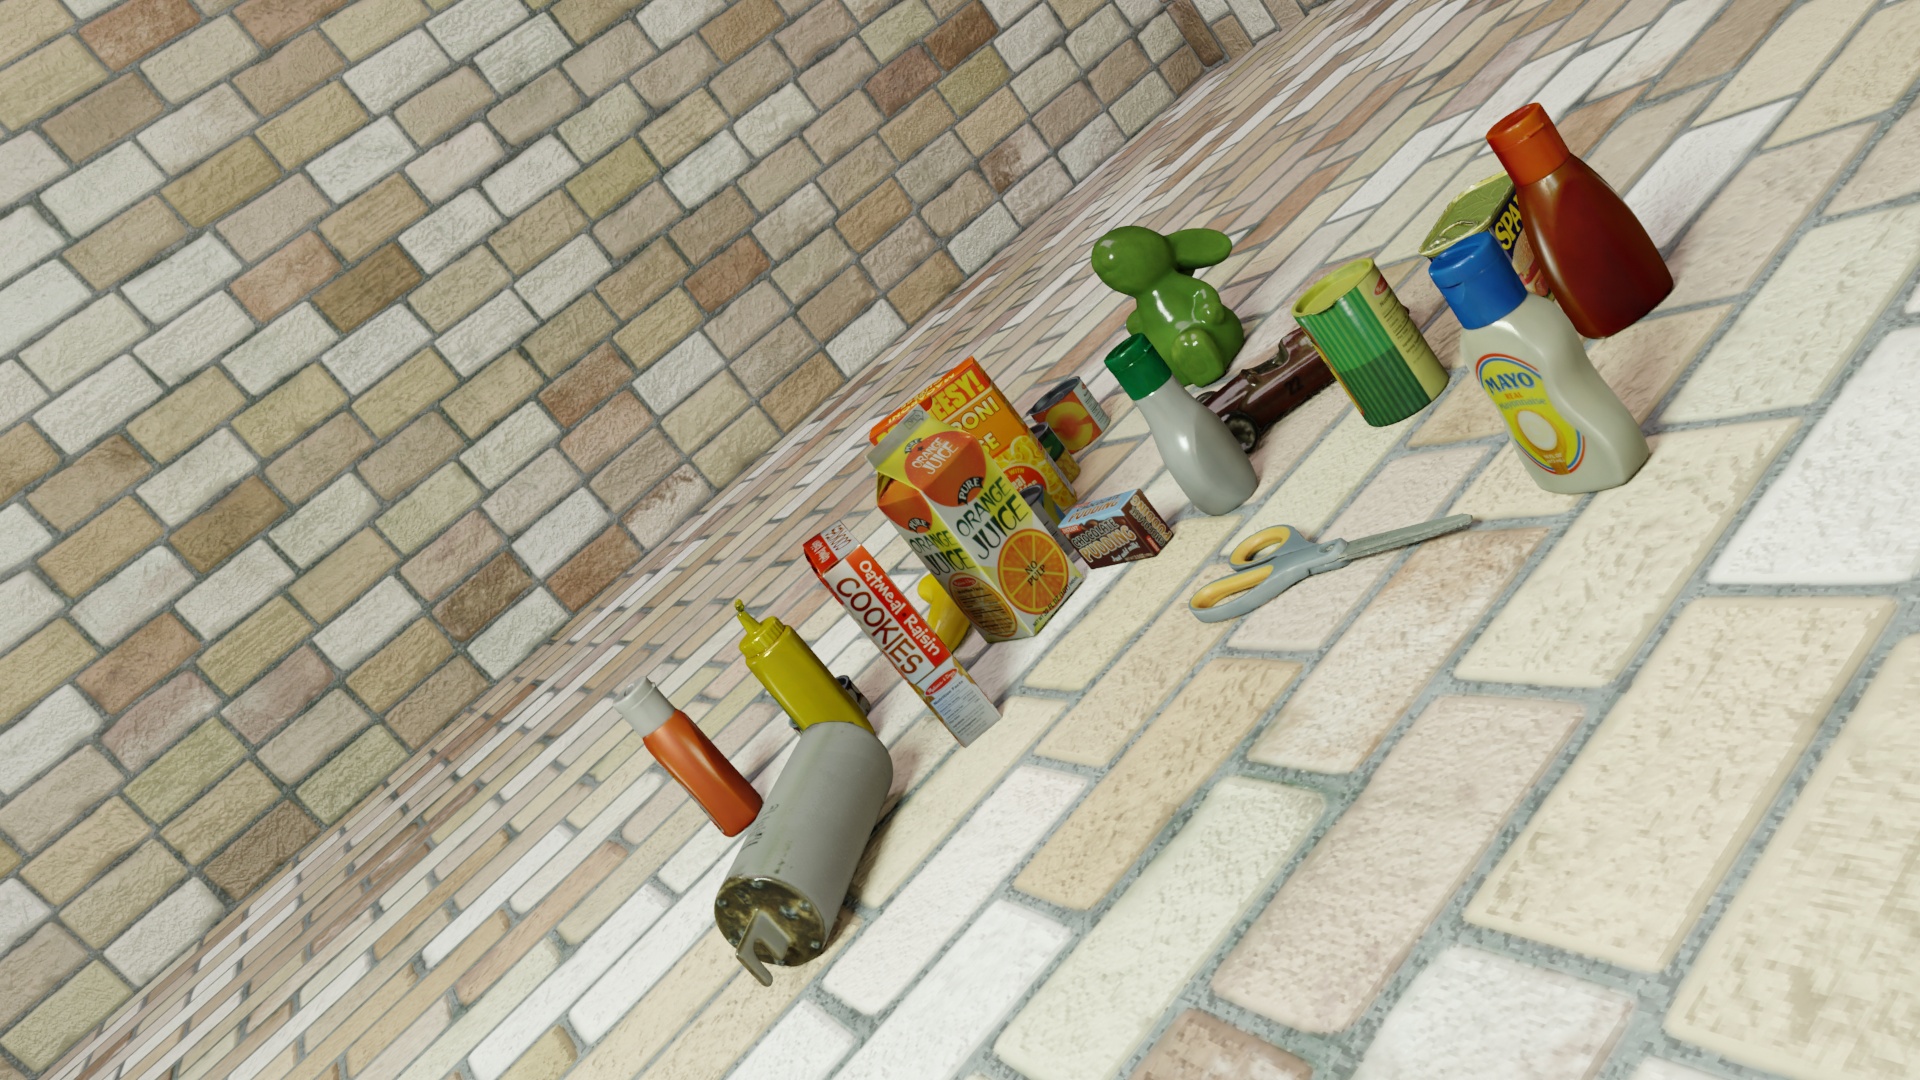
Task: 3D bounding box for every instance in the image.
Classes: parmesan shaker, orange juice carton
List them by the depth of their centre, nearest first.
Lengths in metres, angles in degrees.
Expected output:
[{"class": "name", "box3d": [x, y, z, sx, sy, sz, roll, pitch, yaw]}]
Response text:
[{"class": "parmesan shaker", "box3d": [0.289, -0.138, 0.984, 0.071, 0.103, 0.071, -35, 15, 11]}, {"class": "orange juice carton", "box3d": [0.004, -0.014, 1.105, 0.072, 0.192, 0.073, -46, 16, -29]}]

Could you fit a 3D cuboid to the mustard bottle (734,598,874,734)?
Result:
[{"class": "mustard bottle", "box3d": [-0.134, 0.110, 1.121, 0.049, 0.160, 0.065, -39, 14, -5]}]

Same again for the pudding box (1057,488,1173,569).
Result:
[{"class": "pudding box", "box3d": [0.122, -0.009, 1.095, 0.030, 0.049, 0.083, -46, 17, -29]}]

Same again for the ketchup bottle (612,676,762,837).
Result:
[{"class": "ketchup bottle", "box3d": [-0.227, 0.178, 1.158, 0.043, 0.148, 0.065, -40, 14, -6]}]

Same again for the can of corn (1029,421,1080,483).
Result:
[{"class": "can of corn", "box3d": [0.075, -0.074, 1.385, 0.071, 0.058, 0.071, -35, 15, 11]}]

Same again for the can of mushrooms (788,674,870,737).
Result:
[{"class": "can of mushrooms", "box3d": [-0.114, 0.150, 1.203, 0.071, 0.033, 0.071, -35, 15, 11]}]

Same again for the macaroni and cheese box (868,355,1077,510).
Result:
[{"class": "macaroni and cheese box", "box3d": [0.013, -0.071, 1.311, 0.123, 0.166, 0.040, -35, 14, 11]}]

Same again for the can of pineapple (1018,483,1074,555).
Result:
[{"class": "can of pineapple", "box3d": [0.062, -0.008, 1.217, 0.071, 0.058, 0.071, -35, 15, 11]}]

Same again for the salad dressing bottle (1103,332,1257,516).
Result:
[{"class": "salad dressing bottle", "box3d": [0.164, -0.087, 1.039, 0.044, 0.147, 0.064, -23, 21, 46]}]

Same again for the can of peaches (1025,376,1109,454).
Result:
[{"class": "can of peaches", "box3d": [0.113, -0.129, 1.464, 0.071, 0.058, 0.071, -35, 15, 11]}]

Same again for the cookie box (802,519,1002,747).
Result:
[{"class": "cookie box", "box3d": [-0.047, 0.066, 1.034, 0.040, 0.167, 0.123, -39, 14, -4]}]

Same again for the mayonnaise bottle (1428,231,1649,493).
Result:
[{"class": "mayonnaise bottle", "box3d": [0.299, -0.092, 0.732, 0.041, 0.148, 0.064, -43, 15, -19]}]

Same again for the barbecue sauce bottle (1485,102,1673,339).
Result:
[{"class": "barbecue sauce bottle", "box3d": [0.382, -0.202, 0.868, 0.065, 0.148, 0.044, -38, 14, 1]}]
